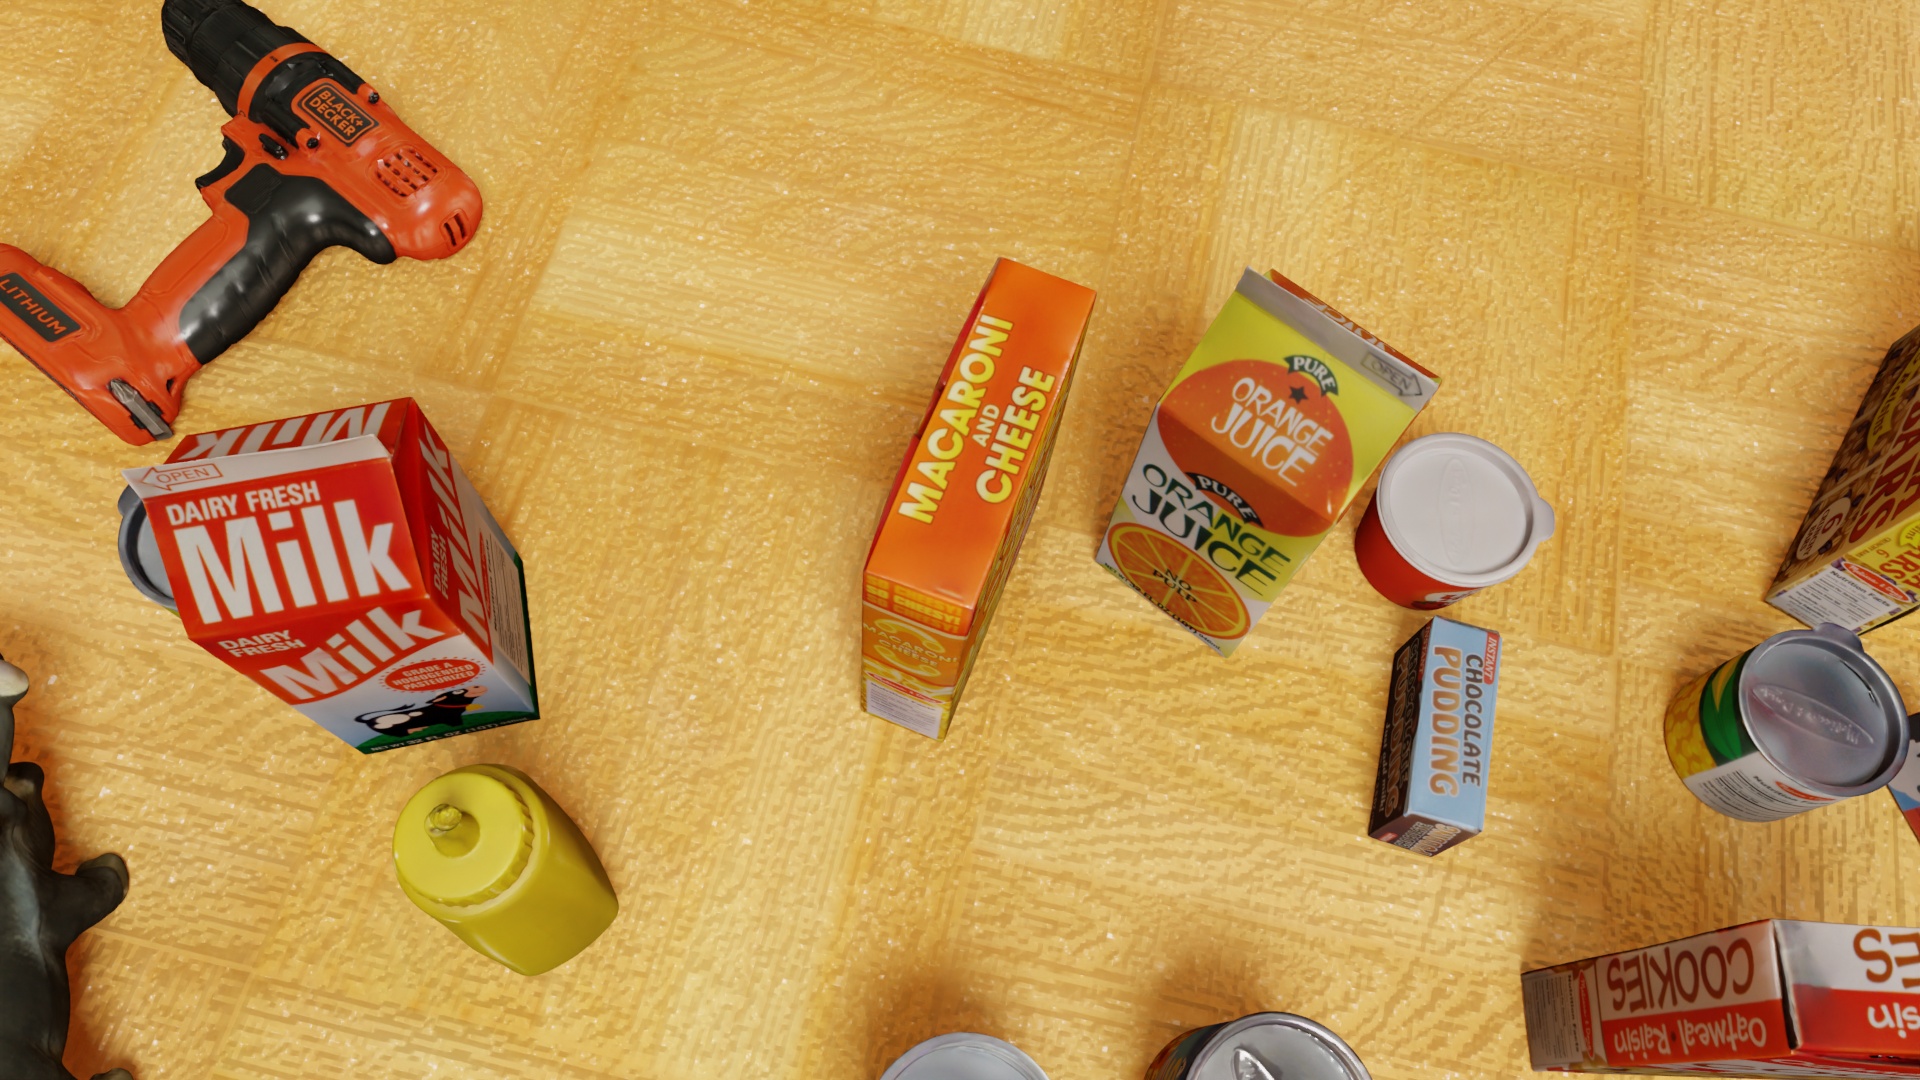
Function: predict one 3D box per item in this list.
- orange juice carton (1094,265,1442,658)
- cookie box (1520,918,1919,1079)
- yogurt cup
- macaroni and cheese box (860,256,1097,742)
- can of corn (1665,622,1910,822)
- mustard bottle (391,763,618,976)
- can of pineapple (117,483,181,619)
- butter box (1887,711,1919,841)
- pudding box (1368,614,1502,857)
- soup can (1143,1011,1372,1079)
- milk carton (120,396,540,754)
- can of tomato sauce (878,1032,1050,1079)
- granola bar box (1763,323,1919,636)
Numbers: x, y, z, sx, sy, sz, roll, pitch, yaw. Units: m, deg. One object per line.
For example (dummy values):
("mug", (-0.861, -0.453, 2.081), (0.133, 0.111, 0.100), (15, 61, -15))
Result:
("orange juice carton", (0.111, -0.031, 0.515), (0.072, 0.192, 0.073), (37, 70, 11))
("cookie box", (0.283, 0.158, 0.461), (0.123, 0.166, 0.040), (3, 68, -2))
("yogurt cup", (0.201, -0.004, 0.585), (0.072, 0.053, 0.072), (1, 67, -3))
("macaroni and cheese box", (0.002, -0.006, 0.512), (0.040, 0.165, 0.124), (20, 68, 5))
("can of corn", (0.330, 0.074, 0.559), (0.071, 0.058, 0.071), (1, 68, -3))
("mustard bottle", (-0.154, 0.105, 0.458), (0.049, 0.159, 0.065), (-36, 74, -16))
("can of pineapple", (-0.284, 0.004, 0.547), (0.071, 0.057, 0.071), (1, 68, -3))
("butter box", (0.408, 0.115, 0.549), (0.024, 0.053, 0.104), (-15, 69, -10))
("pudding box", (0.189, 0.078, 0.552), (0.030, 0.049, 0.084), (15, 67, 3))
("soup can", (0.097, 0.200, 0.477), (0.071, 0.083, 0.071), (1, 68, -3))
("milk carton", (-0.205, 0.011, 0.478), (0.072, 0.189, 0.073), (-10, 69, -8))
("can of tomato sauce", (0.001, 0.204, 0.469), (0.071, 0.082, 0.071), (1, 68, -3))
("granola bar box", (0.418, -0.046, 0.579), (0.039, 0.123, 0.166), (34, 70, 10))
